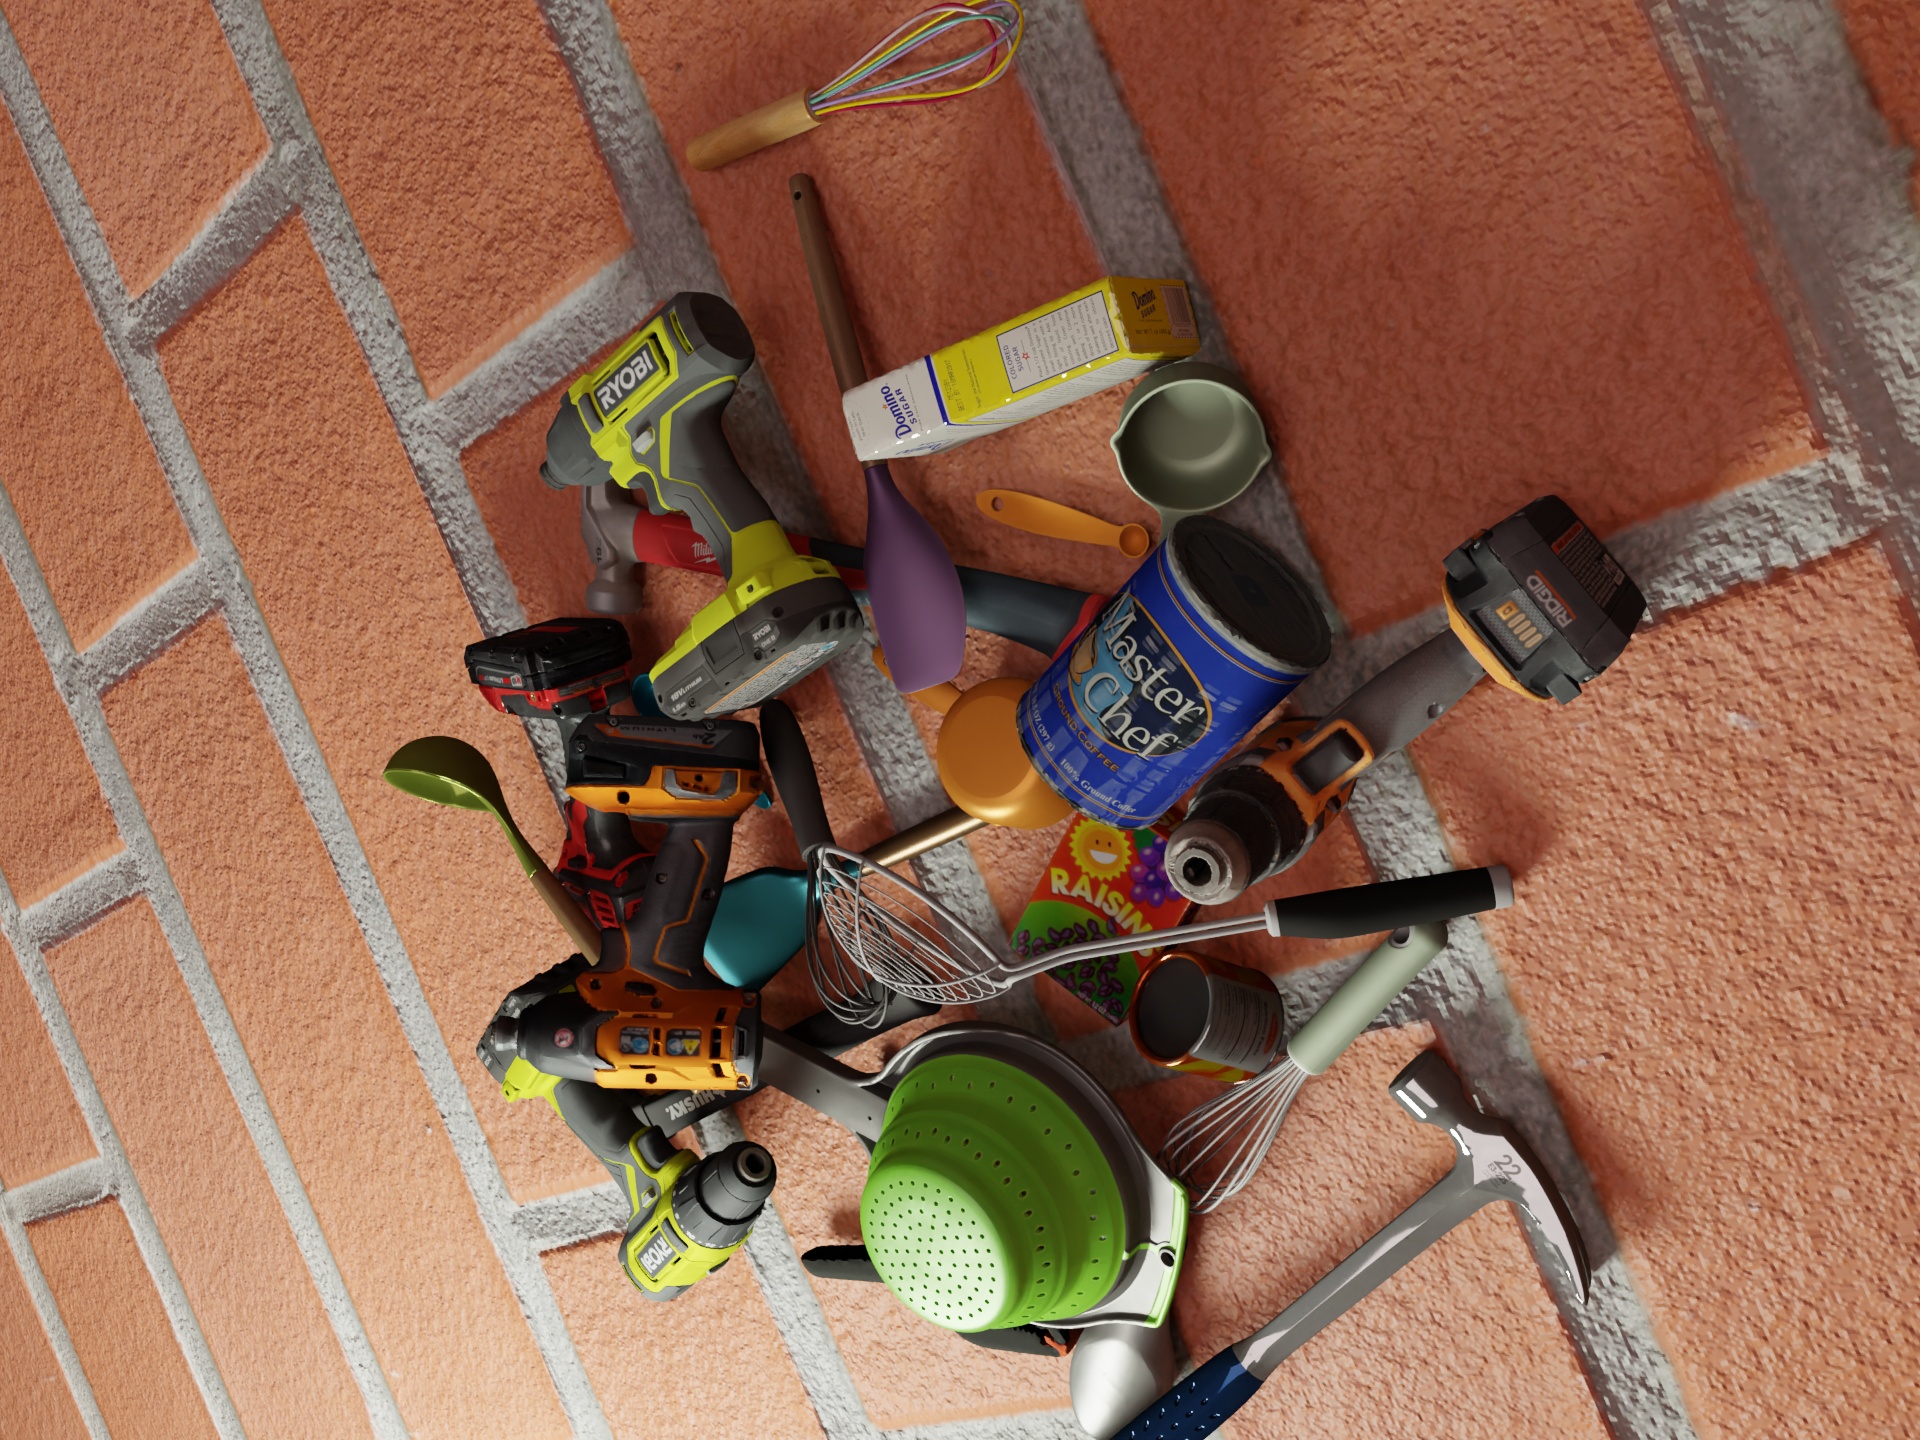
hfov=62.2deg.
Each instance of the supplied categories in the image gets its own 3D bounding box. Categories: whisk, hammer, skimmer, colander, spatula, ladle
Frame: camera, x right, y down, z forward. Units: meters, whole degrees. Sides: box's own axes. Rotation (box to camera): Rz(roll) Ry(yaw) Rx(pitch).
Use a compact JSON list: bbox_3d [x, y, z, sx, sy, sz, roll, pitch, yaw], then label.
[{"bbox_3d":[-0.067,-0.354,0.903,0.245,0.051,0.047,-6,105,36],"label":"whisk"},{"bbox_3d":[-0.082,-0.109,0.980,0.386,0.038,0.143,13,108,29],"label":"hammer"},{"bbox_3d":[0.177,0.367,0.912,0.144,0.035,0.405,46,113,13],"label":"hammer"},{"bbox_3d":[-0.137,0.248,1.111,0.334,0.035,0.146,-32,84,34],"label":"hammer"},{"bbox_3d":[0.101,0.088,0.853,0.363,0.127,0.090,-10,60,9],"label":"skimmer"},{"bbox_3d":[-0.088,0.082,0.985,0.055,0.055,0.239,-46,50,32],"label":"whisk"},{"bbox_3d":[-0.058,0.265,0.981,0.397,0.094,0.204,20,116,29],"label":"colander"},{"bbox_3d":[-0.054,-0.172,0.929,0.060,0.018,0.316,-19,83,25],"label":"spatula"},{"bbox_3d":[-0.046,0.090,1.006,0.317,0.044,0.082,-27,102,33],"label":"spatula"},{"bbox_3d":[0.189,0.194,0.889,0.059,0.058,0.246,27,118,-15],"label":"whisk"},{"bbox_3d":[-0.278,0.131,1.068,0.320,0.062,0.078,48,167,16],"label":"ladle"}]

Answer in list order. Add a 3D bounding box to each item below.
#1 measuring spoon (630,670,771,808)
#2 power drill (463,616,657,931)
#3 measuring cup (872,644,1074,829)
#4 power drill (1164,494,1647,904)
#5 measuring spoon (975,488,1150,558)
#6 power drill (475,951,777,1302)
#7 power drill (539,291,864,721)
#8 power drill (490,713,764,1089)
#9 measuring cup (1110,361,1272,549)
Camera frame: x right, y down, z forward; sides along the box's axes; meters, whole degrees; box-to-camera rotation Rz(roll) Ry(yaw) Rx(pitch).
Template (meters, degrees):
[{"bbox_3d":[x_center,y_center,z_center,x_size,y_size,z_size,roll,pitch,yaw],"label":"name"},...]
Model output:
[{"bbox_3d":[-0.172,0.012,1.085,0.128,0.021,0.042,42,131,6],"label":"measuring spoon"},{"bbox_3d":[-0.265,0.044,1.106,0.143,0.078,0.219,5,112,51],"label":"power drill"},{"bbox_3d":[-0.001,-0.003,0.938,0.174,0.052,0.095,34,101,28],"label":"measuring cup"},{"bbox_3d":[0.197,0.000,0.746,0.226,0.185,0.084,-42,82,30],"label":"power drill"},{"bbox_3d":[0.058,-0.114,0.908,0.117,0.011,0.021,19,110,31],"label":"measuring spoon"},{"bbox_3d":[-0.223,0.273,1.090,0.228,0.080,0.190,50,135,12],"label":"power drill"},{"bbox_3d":[-0.165,-0.120,0.964,0.171,0.080,0.223,-32,79,32],"label":"power drill"},{"bbox_3d":[-0.202,0.113,0.989,0.164,0.084,0.226,2,81,-9],"label":"power drill"},{"bbox_3d":[0.116,-0.114,0.855,0.083,0.038,0.167,5,128,1],"label":"measuring cup"}]
